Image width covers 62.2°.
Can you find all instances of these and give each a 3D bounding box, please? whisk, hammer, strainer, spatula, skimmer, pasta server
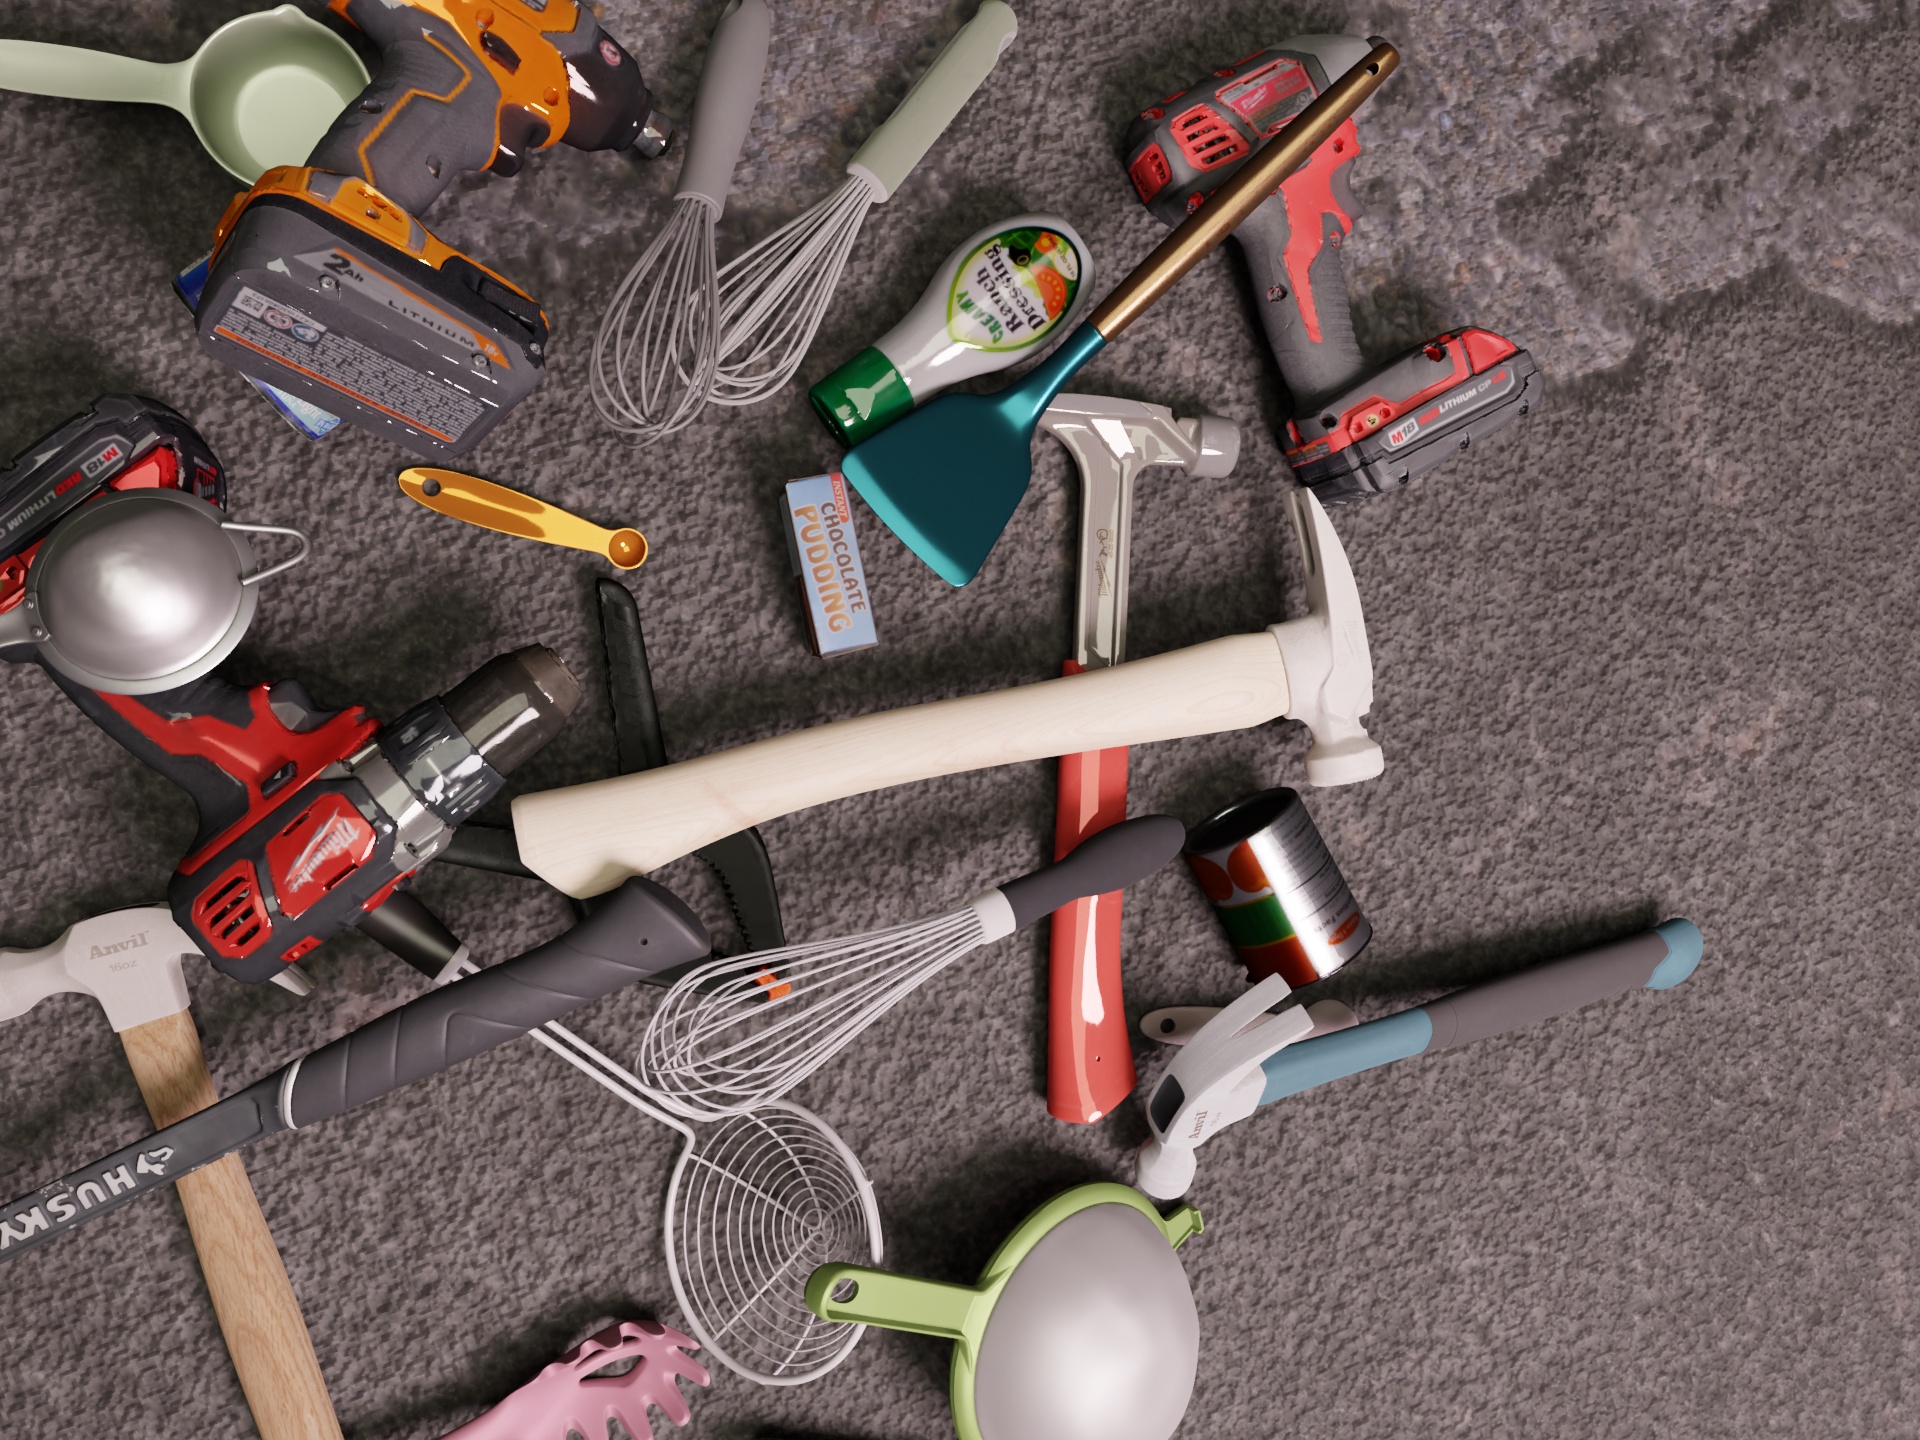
[{"bbox_3d":[-0.119,-0.229,0.712,0.055,0.055,0.239,15,70,-13],"label":"whisk"},{"bbox_3d":[-0.050,-0.248,0.751,0.059,0.058,0.246,37,80,-4],"label":"whisk"},{"bbox_3d":[-0.015,0.102,0.727,0.284,0.070,0.070,-22,98,-22],"label":"whisk"},{"bbox_3d":[-0.325,0.240,0.720,0.130,0.031,0.331,-18,97,-11],"label":"hammer"},{"bbox_3d":[-0.379,-0.027,0.602,0.258,0.050,0.087,-23,77,-7],"label":"strainer"},{"bbox_3d":[0.084,-0.197,0.734,0.317,0.044,0.082,-43,95,5],"label":"spatula"},{"bbox_3d":[-0.298,0.172,0.676,0.409,0.036,0.149,-25,100,-3],"label":"hammer"},{"bbox_3d":[-0.001,-0.002,0.743,0.410,0.038,0.146,-12,94,-12],"label":"hammer"},{"bbox_3d":[-0.189,0.159,0.716,0.363,0.090,0.127,39,109,-10],"label":"skimmer"},{"bbox_3d":[0.037,0.286,0.730,0.256,0.069,0.151,30,79,-42],"label":"strainer"},{"bbox_3d":[0.247,0.157,0.821,0.331,0.033,0.128,-11,135,-21],"label":"hammer"},{"bbox_3d":[-0.266,0.350,0.707,0.316,0.040,0.060,-20,113,-24],"label":"pasta server"},{"bbox_3d":[0.057,0.020,0.794,0.149,0.037,0.359,2,92,-13],"label":"hammer"}]

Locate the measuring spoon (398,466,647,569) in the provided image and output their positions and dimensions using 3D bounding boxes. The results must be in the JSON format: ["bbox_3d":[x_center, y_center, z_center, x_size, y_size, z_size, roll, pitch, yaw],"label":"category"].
[{"bbox_3d":[-0.203,-0.095,0.742,0.117,0.011,0.021,17,89,-10],"label":"measuring spoon"}]

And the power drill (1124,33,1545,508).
[{"bbox_3d":[0.190,-0.230,0.794,0.143,0.078,0.219,-30,96,-10],"label":"power drill"}]

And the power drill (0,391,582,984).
[{"bbox_3d":[-0.293,-0.027,0.672,0.188,0.080,0.226,-39,93,-8],"label":"power drill"}]

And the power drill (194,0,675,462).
[{"bbox_3d":[-0.205,-0.226,0.658,0.164,0.084,0.227,25,57,-33],"label":"power drill"}]

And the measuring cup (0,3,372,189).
[{"bbox_3d":[-0.337,-0.268,0.687,0.167,0.038,0.083,4,92,-11],"label":"measuring cup"}]

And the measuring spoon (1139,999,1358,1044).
[{"bbox_3d":[0.154,0.163,0.833,0.124,0.018,0.034,5,92,-13],"label":"measuring spoon"}]
